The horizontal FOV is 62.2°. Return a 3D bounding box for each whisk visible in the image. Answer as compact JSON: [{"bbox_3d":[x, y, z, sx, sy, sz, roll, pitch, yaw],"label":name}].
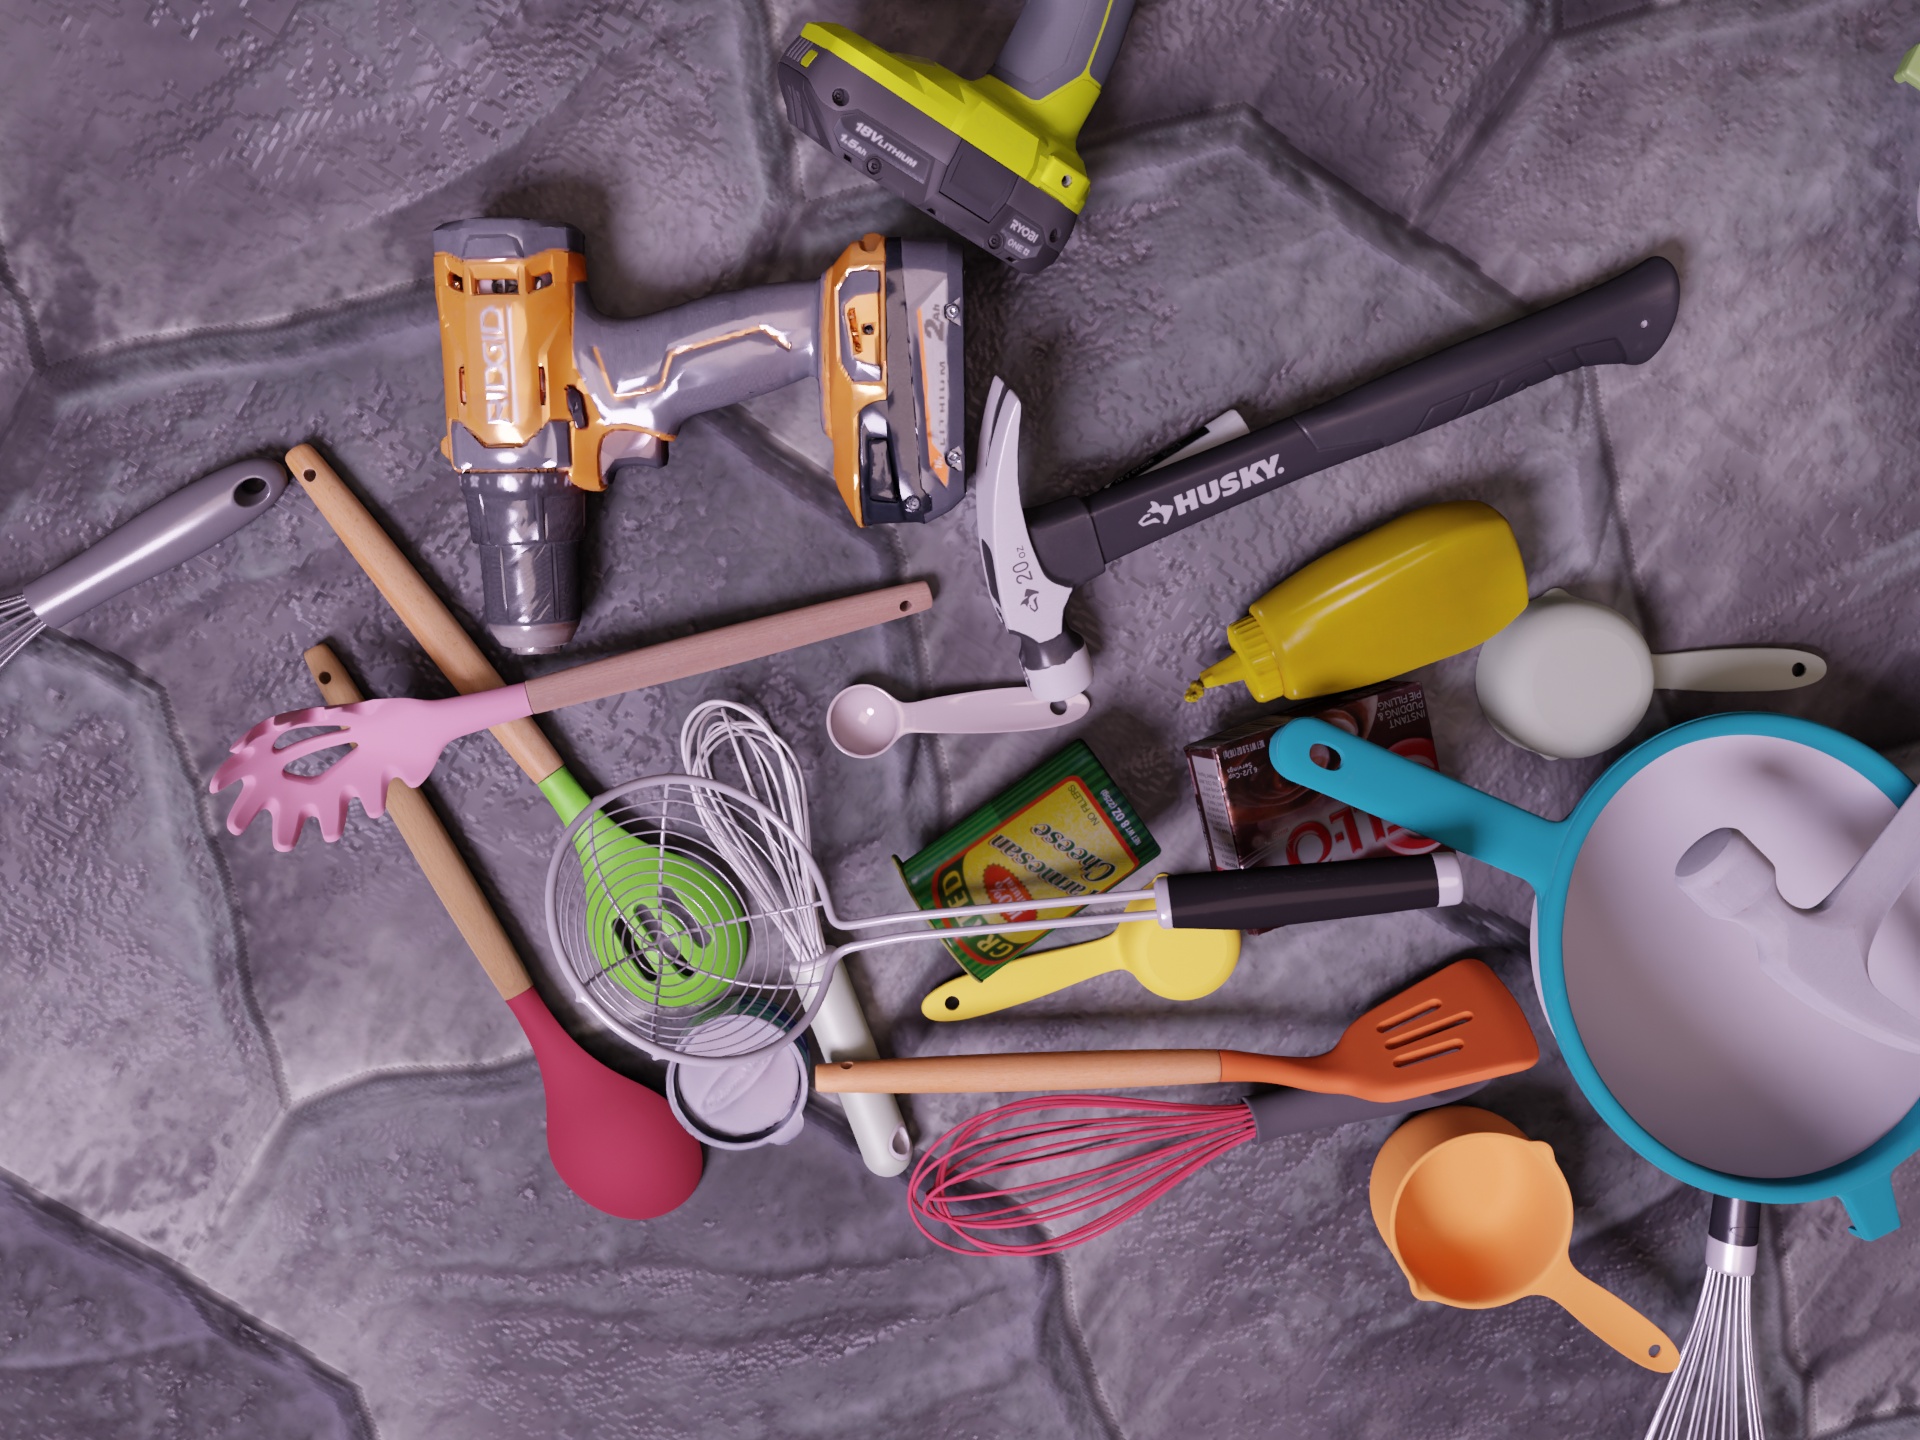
[{"bbox_3d":[0.119,0.195,0.756,0.296,0.073,0.073,-12,99,-7],"label":"whisk"},{"bbox_3d":[0.378,0.294,0.785,0.070,0.070,0.284,5,94,-4],"label":"whisk"},{"bbox_3d":[-0.072,0.104,0.741,0.059,0.058,0.246,-12,104,34],"label":"whisk"},{"bbox_3d":[-0.404,-0.054,0.699,0.239,0.055,0.055,-30,99,-3],"label":"whisk"}]

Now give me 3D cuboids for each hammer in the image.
[{"bbox_3d":[0.487,-0.029,0.700,0.144,0.035,0.405,43,79,-1],"label":"hammer"},{"bbox_3d":[0.164,-0.132,0.704,0.335,0.035,0.146,-23,123,-4],"label":"hammer"}]

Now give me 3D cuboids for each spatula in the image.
[{"bbox_3d":[0.095,0.151,0.731,0.322,0.081,0.041,-1,117,-3],"label":"spatula"}]

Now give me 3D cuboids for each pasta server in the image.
[{"bbox_3d":[-0.162,-0.013,0.700,0.316,0.040,0.060,-15,123,-10],"label":"pasta server"}]

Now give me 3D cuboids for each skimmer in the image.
[{"bbox_3d":[0.021,0.069,0.645,0.363,0.090,0.127,-6,60,5],"label":"skimmer"}]

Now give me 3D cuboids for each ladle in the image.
[{"bbox_3d":[-0.217,0.103,0.740,0.069,0.031,0.315,-28,97,7],"label":"ladle"}]

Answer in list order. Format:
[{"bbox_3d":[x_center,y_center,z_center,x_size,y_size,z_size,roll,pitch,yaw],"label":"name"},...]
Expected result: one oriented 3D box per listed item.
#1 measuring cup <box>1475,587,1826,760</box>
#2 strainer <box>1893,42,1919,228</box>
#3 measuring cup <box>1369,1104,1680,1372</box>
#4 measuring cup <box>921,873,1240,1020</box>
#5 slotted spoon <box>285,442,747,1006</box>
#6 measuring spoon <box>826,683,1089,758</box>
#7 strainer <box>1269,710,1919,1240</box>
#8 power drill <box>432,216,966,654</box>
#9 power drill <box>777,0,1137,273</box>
[{"bbox_3d":[0.329,-0.021,0.742,0.167,0.038,0.083,-1,98,-1],"label":"measuring cup"},{"bbox_3d":[0.533,-0.261,0.704,0.256,0.069,0.151,-22,96,0],"label":"strainer"},{"bbox_3d":[0.275,0.256,0.774,0.173,0.052,0.095,38,95,-9],"label":"measuring cup"},{"bbox_3d":[0.058,0.118,0.752,0.156,0.029,0.062,-16,99,-3],"label":"measuring cup"},{"bbox_3d":[-0.205,0.005,0.726,0.070,0.031,0.313,-36,97,2],"label":"slotted spoon"},{"bbox_3d":[-0.001,-0.002,0.743,0.124,0.018,0.034,-4,86,-9],"label":"measuring spoon"},{"bbox_3d":[0.286,0.080,0.724,0.340,0.095,0.211,23,81,-3],"label":"strainer"},{"bbox_3d":[-0.110,-0.121,0.688,0.226,0.084,0.185,0,100,1],"label":"power drill"},{"bbox_3d":[0.029,-0.311,0.630,0.171,0.080,0.223,23,108,-30],"label":"power drill"}]
